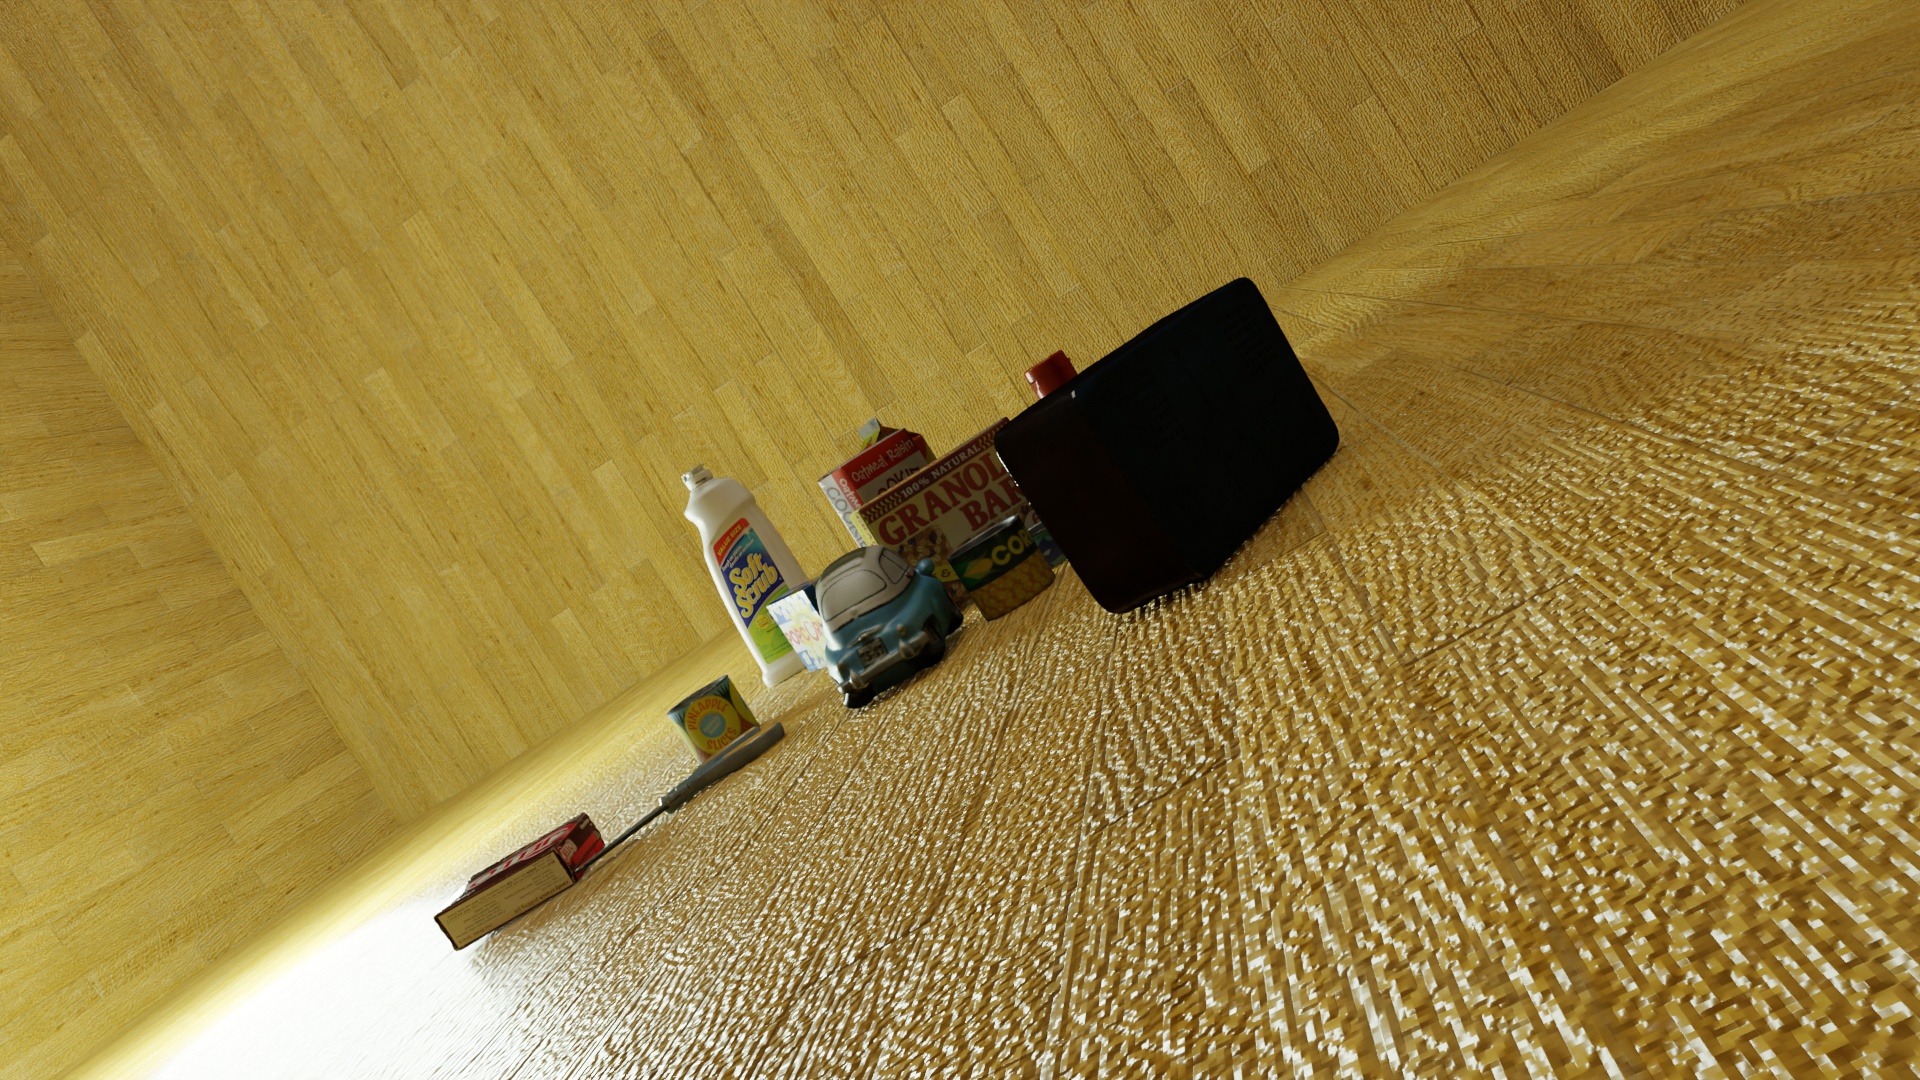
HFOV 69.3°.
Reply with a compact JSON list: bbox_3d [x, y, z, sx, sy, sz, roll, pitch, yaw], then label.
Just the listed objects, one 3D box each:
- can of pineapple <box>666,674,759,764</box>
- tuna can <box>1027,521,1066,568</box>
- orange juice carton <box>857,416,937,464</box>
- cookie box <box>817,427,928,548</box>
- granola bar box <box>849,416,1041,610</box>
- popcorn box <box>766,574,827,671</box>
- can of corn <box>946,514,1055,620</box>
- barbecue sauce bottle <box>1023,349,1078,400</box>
[{"bbox_3d":[-0.228,0.165,1.280,0.071,0.058,0.071,-32,4,3],"label":"can of pineapple"},{"bbox_3d":[0.067,0.006,1.162,0.071,0.033,0.071,-32,5,3],"label":"tuna can"},{"bbox_3d":[-0.052,-0.047,1.523,0.073,0.192,0.071,-34,4,-20],"label":"orange juice carton"},{"bbox_3d":[-0.056,-0.018,1.399,0.040,0.167,0.123,-29,5,37],"label":"cookie box"},{"bbox_3d":[0.004,-0.016,1.237,0.166,0.124,0.039,-33,4,-17],"label":"granola bar box"},{"bbox_3d":[-0.143,0.084,1.410,0.038,0.085,0.126,-34,5,-27],"label":"popcorn box"},{"bbox_3d":[0.034,0.020,1.077,0.071,0.058,0.071,-32,4,3],"label":"can of corn"},{"bbox_3d":[0.104,-0.078,1.092,0.044,0.148,0.065,-33,4,-13],"label":"barbecue sauce bottle"}]
